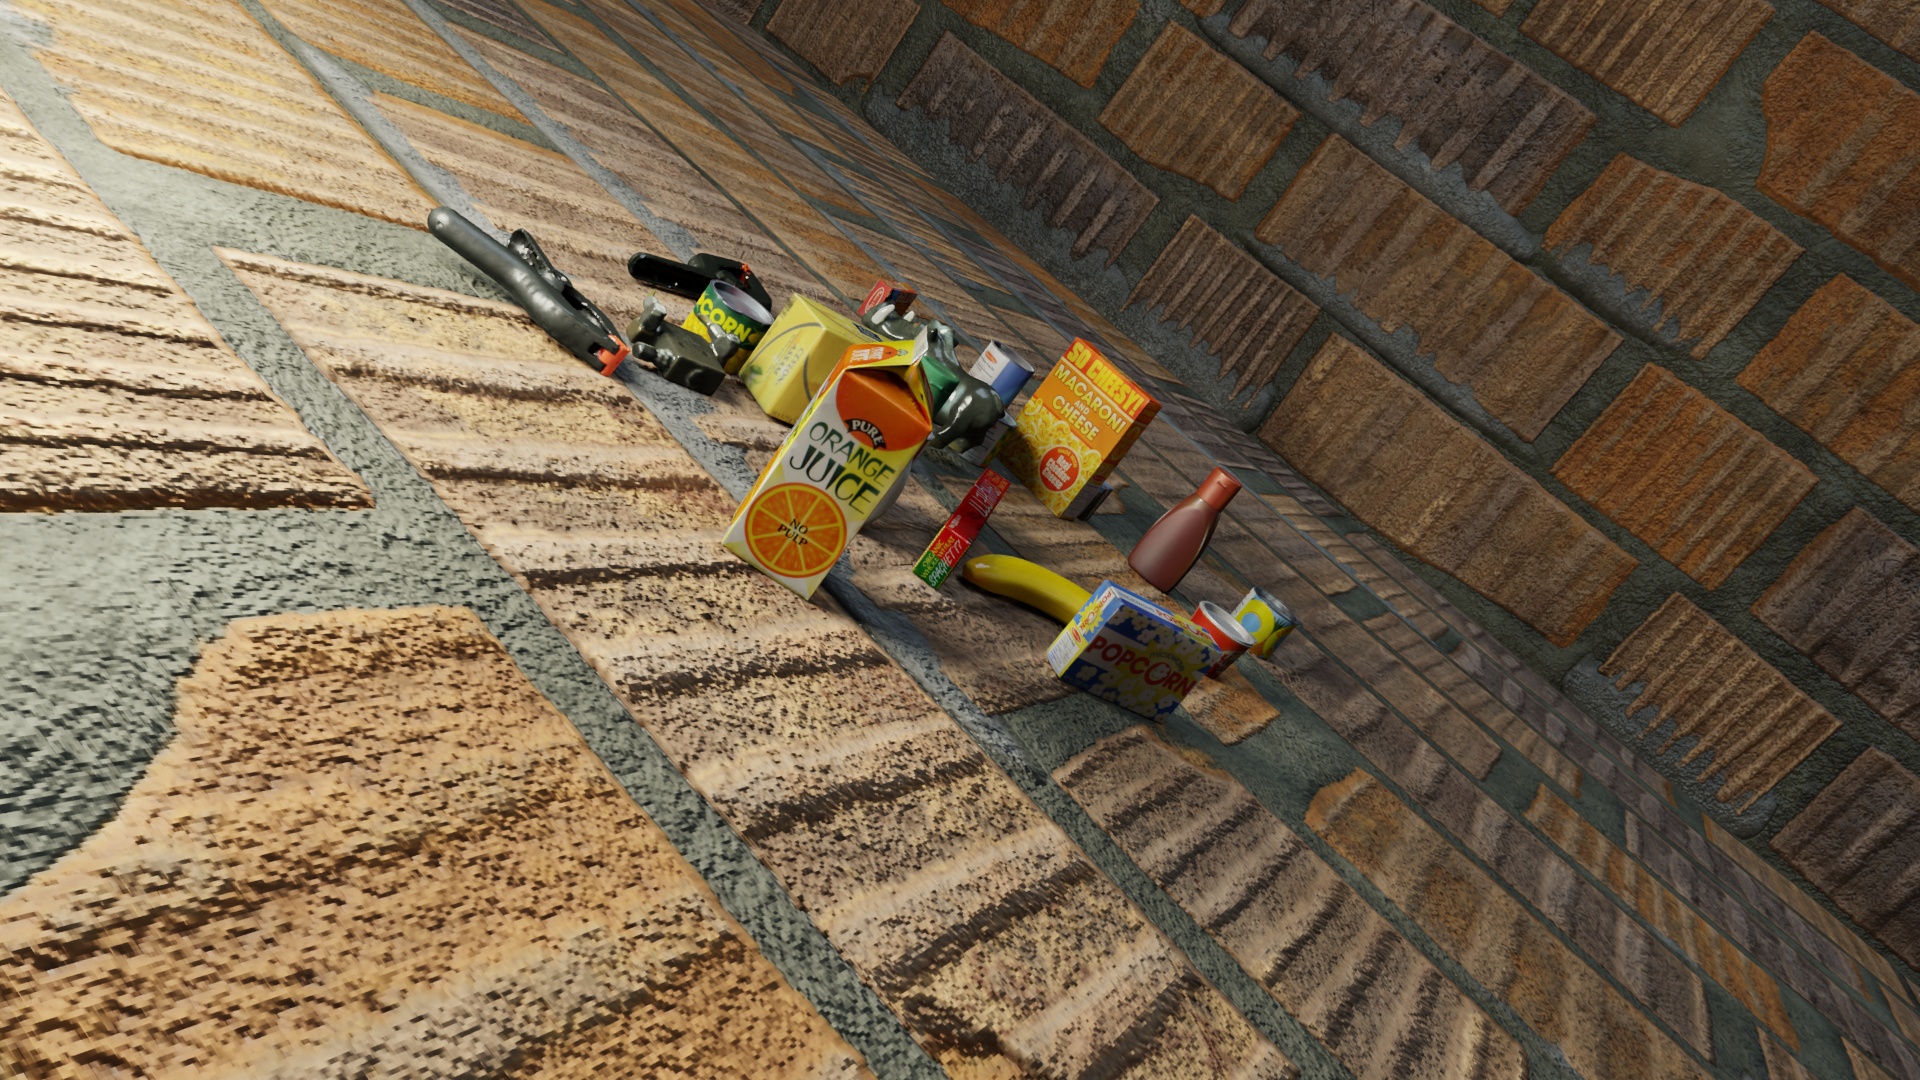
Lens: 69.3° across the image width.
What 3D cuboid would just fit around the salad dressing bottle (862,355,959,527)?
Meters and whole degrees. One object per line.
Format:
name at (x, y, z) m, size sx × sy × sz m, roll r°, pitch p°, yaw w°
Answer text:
salad dressing bottle at (-0.057, -0.078, 1.104) m, size 0.064 × 0.147 × 0.044 m, roll 32°, pitch 17°, yaw -19°

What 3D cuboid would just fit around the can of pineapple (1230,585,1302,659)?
can of pineapple at (0.348, 0.096, 1.602) m, size 0.071 × 0.057 × 0.071 m, roll 34°, pitch 17°, yaw -12°

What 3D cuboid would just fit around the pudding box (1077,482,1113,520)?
pudding box at (0.129, -0.068, 1.613) m, size 0.084 × 0.049 × 0.030 m, roll 42°, pitch 17°, yaw 17°

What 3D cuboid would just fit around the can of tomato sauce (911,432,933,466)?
can of tomato sauce at (-0.075, -0.075, 1.170) m, size 0.071 × 0.083 × 0.071 m, roll 34°, pitch 17°, yaw -12°

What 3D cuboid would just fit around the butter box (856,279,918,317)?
butter box at (-0.093, -0.308, 1.794) m, size 0.024 × 0.053 × 0.104 m, roll 40°, pitch 17°, yaw 9°

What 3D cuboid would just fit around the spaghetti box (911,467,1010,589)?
spaghetti box at (0.004, -0.015, 1.227) m, size 0.029 × 0.050 × 0.251 m, roll 37°, pitch 17°, yaw -1°

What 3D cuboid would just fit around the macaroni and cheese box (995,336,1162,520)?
macaroni and cheese box at (0.129, -0.125, 1.563) m, size 0.124 × 0.166 × 0.040 m, roll 46°, pitch 19°, yaw 27°

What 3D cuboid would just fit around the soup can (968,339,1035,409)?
soup can at (0.043, -0.194, 1.715) m, size 0.071 × 0.083 × 0.071 m, roll 34°, pitch 17°, yaw -12°

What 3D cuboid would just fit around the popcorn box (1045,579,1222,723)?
popcorn box at (0.145, 0.094, 1.160) m, size 0.126 × 0.085 × 0.038 m, roll 26°, pitch 20°, yaw -33°

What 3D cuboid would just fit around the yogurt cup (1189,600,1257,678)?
yogurt cup at (0.255, 0.102, 1.409) m, size 0.072 × 0.053 × 0.072 m, roll 34°, pitch 17°, yaw -12°

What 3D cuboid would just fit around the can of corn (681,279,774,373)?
can of corn at (-0.211, -0.191, 1.245) m, size 0.071 × 0.058 × 0.071 m, roll 34°, pitch 17°, yaw -12°

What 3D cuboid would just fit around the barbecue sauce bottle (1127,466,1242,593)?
barbecue sauce bottle at (0.254, -0.015, 1.552) m, size 0.065 × 0.148 × 0.044 m, roll 40°, pitch 17°, yaw 10°

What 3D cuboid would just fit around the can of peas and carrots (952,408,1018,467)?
can of peas and carrots at (0.020, -0.122, 1.524) m, size 0.071 × 0.058 × 0.071 m, roll 34°, pitch 17°, yaw -12°

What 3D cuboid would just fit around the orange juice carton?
orange juice carton at (-0.078, -0.062, 0.944) m, size 0.073 × 0.192 × 0.072 m, roll 34°, pitch 17°, yaw -12°
